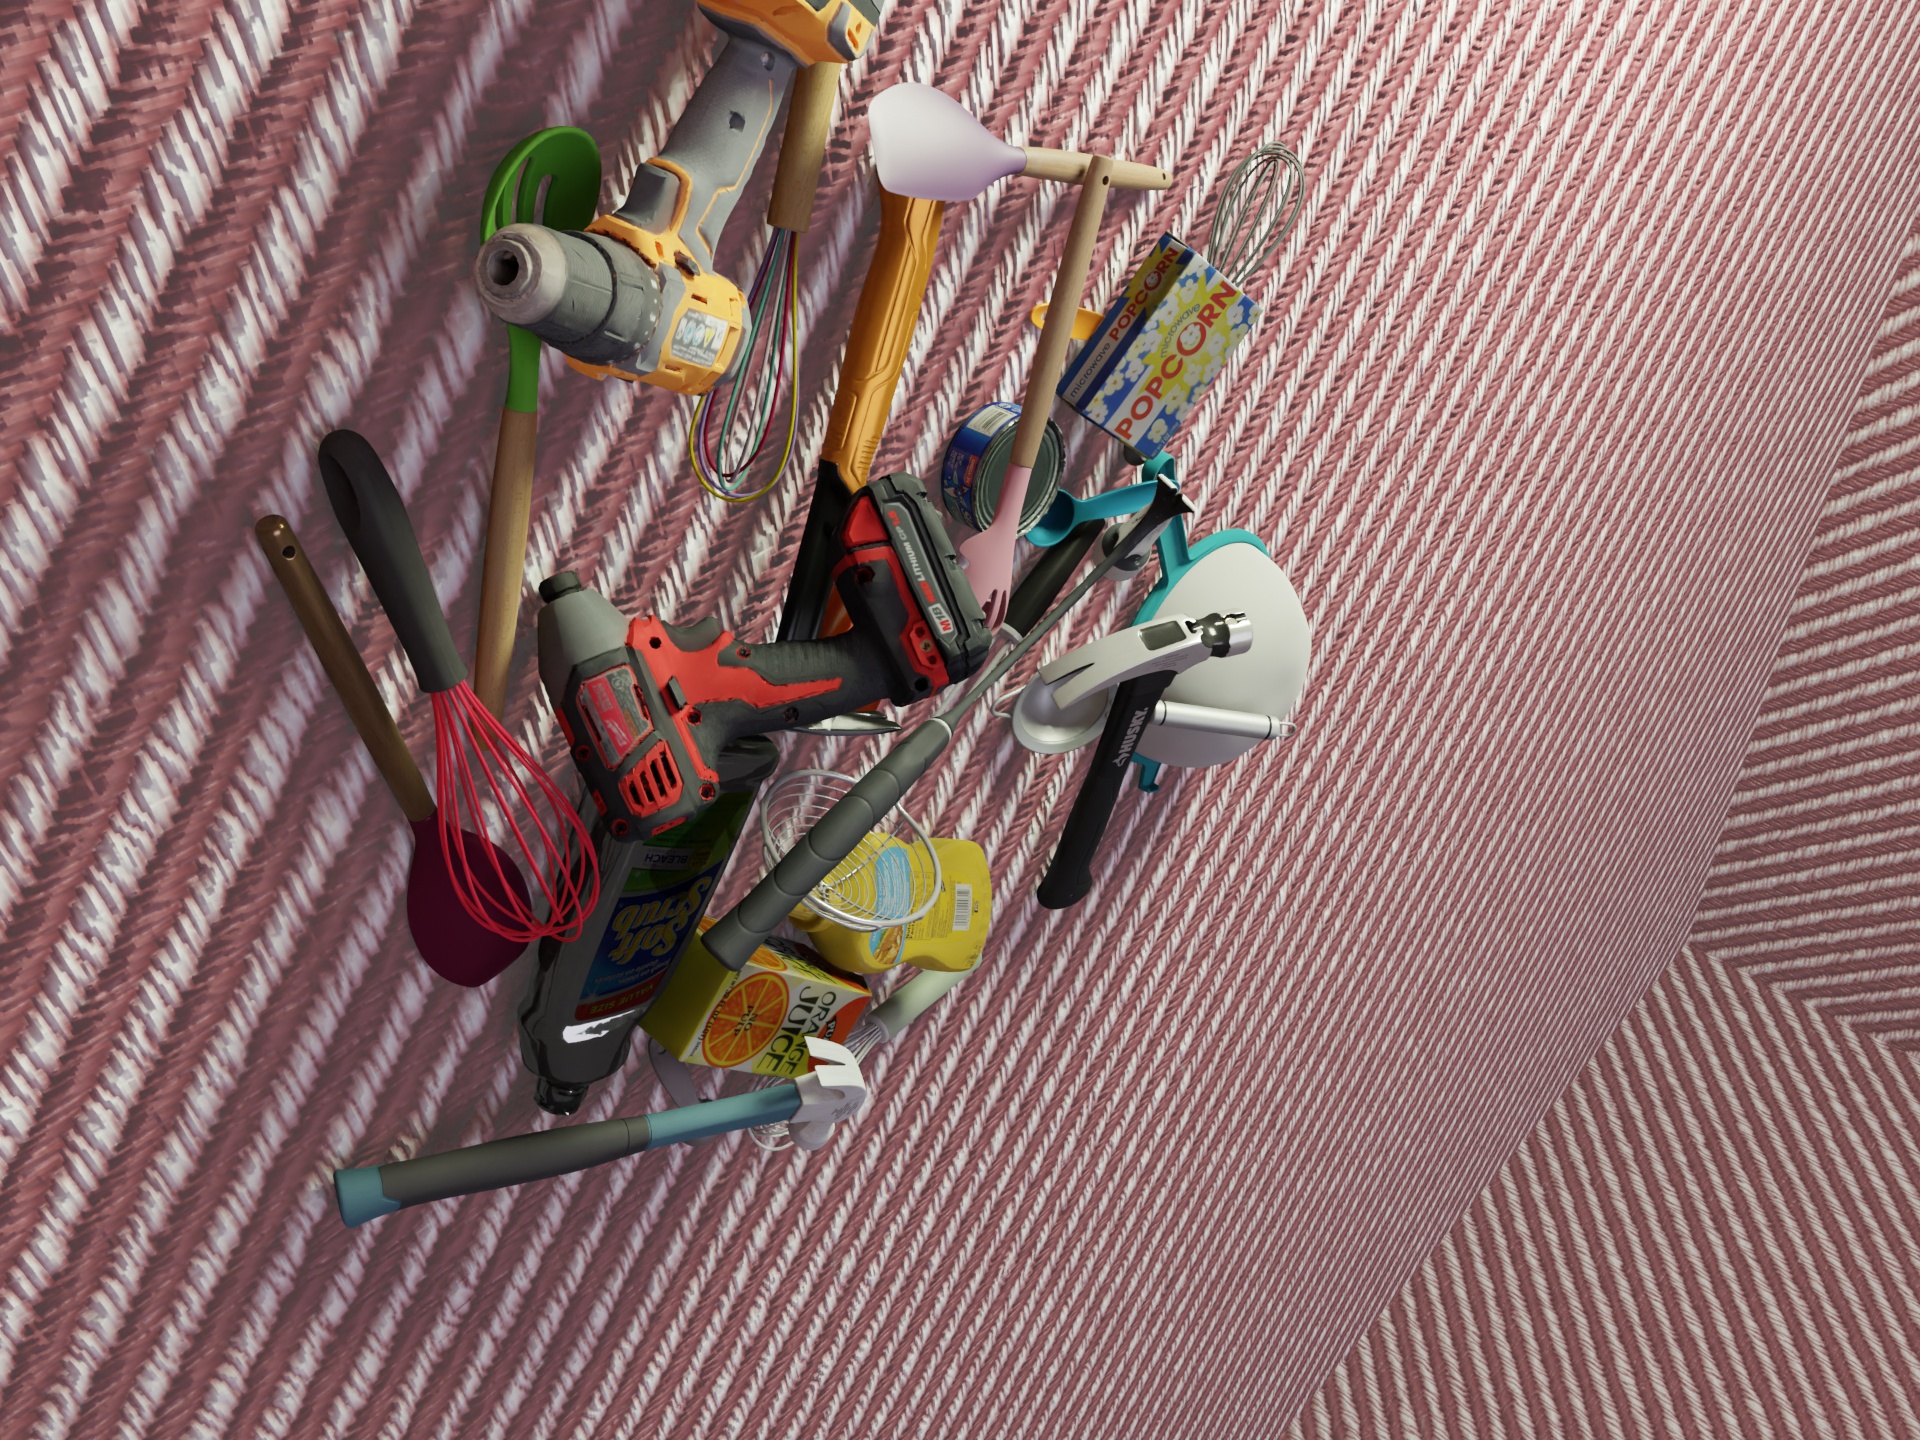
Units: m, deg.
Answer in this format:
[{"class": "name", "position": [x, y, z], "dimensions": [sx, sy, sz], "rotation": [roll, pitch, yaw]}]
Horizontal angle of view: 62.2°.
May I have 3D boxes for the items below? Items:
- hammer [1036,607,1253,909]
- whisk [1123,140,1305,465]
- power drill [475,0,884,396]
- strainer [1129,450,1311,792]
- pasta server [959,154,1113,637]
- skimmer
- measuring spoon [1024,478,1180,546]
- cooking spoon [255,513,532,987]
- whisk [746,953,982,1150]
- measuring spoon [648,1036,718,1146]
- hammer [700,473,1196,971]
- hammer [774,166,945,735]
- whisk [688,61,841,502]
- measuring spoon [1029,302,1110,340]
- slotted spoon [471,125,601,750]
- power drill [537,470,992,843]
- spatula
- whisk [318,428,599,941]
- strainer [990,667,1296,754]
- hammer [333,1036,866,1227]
[{"class": "hammer", "position": [0.102, 0.045, 1.176], "dimensions": [0.146, 0.035, 0.334], "rotation": [-14, 147, -21]}, {"class": "whisk", "position": [0.173, -0.287, 1.110], "dimensions": [0.055, 0.055, 0.239], "rotation": [9, 111, -53]}, {"class": "power drill", "position": [-0.124, -0.257, 0.695], "dimensions": [0.226, 0.084, 0.185], "rotation": [-67, 167, 12]}, {"class": "strainer", "position": [0.204, -0.076, 1.235], "dimensions": [0.211, 0.095, 0.340], "rotation": [-47, 147, -16]}, {"class": "pasta server", "position": [0.038, -0.184, 0.971], "dimensions": [0.060, 0.040, 0.316], "rotation": [-1, 111, -50]}, {"class": "skimmer", "position": [0.004, -0.020, 1.044], "dimensions": [0.363, 0.127, 0.090], "rotation": [-54, 179, -18]}, {"class": "measuring spoon", "position": [0.094, -0.152, 1.101], "dimensions": [0.128, 0.021, 0.042], "rotation": [-16, 124, -24]}, {"class": "cooking spoon", "position": [-0.279, 0.028, 0.795], "dimensions": [0.069, 0.017, 0.318], "rotation": [-40, 141, -28]}, {"class": "whisk", "position": [-0.067, 0.233, 1.178], "dimensions": [0.246, 0.058, 0.059], "rotation": [-33, 111, -39]}, {"class": "measuring spoon", "position": [-0.184, 0.249, 1.067], "dimensions": [0.034, 0.018, 0.124], "rotation": [-40, 139, -26]}, {"class": "hammer", "position": [-0.002, -0.003, 0.955], "dimensions": [0.409, 0.036, 0.149], "rotation": [-45, 180, -19]}, {"class": "hammer", "position": [-0.055, -0.153, 0.899], "dimensions": [0.127, 0.034, 0.337], "rotation": [9, 103, -31]}, {"class": "whisk", "position": [-0.098, -0.232, 0.819], "dimensions": [0.051, 0.047, 0.245], "rotation": [-14, 121, -61]}, {"class": "measuring spoon", "position": [0.083, -0.261, 1.047], "dimensions": [0.117, 0.011, 0.021], "rotation": [-3, 127, -46]}, {"class": "slotted spoon", "position": [-0.215, -0.125, 0.760], "dimensions": [0.070, 0.031, 0.313], "rotation": [-31, 140, -57]}, {"class": "power drill", "position": [-0.108, -0.042, 0.833], "dimensions": [0.219, 0.143, 0.078], "rotation": [-25, 179, -14]}, {"class": "spatula", "position": [0.045, -0.321, 0.911], "dimensions": [0.316, 0.018, 0.060], "rotation": [-20, 102, -53]}, {"class": "whisk", "position": [-0.244, -0.004, 0.770], "dimensions": [0.073, 0.073, 0.295], "rotation": [-35, 129, -31]}, {"class": "strainer", "position": [0.138, -0.007, 1.193], "dimensions": [0.258, 0.050, 0.086], "rotation": [7, 123, -19]}, {"class": "hammer", "position": [-0.205, 0.253, 0.960], "dimensions": [0.331, 0.033, 0.128], "rotation": [-4, 146, -33]}]
